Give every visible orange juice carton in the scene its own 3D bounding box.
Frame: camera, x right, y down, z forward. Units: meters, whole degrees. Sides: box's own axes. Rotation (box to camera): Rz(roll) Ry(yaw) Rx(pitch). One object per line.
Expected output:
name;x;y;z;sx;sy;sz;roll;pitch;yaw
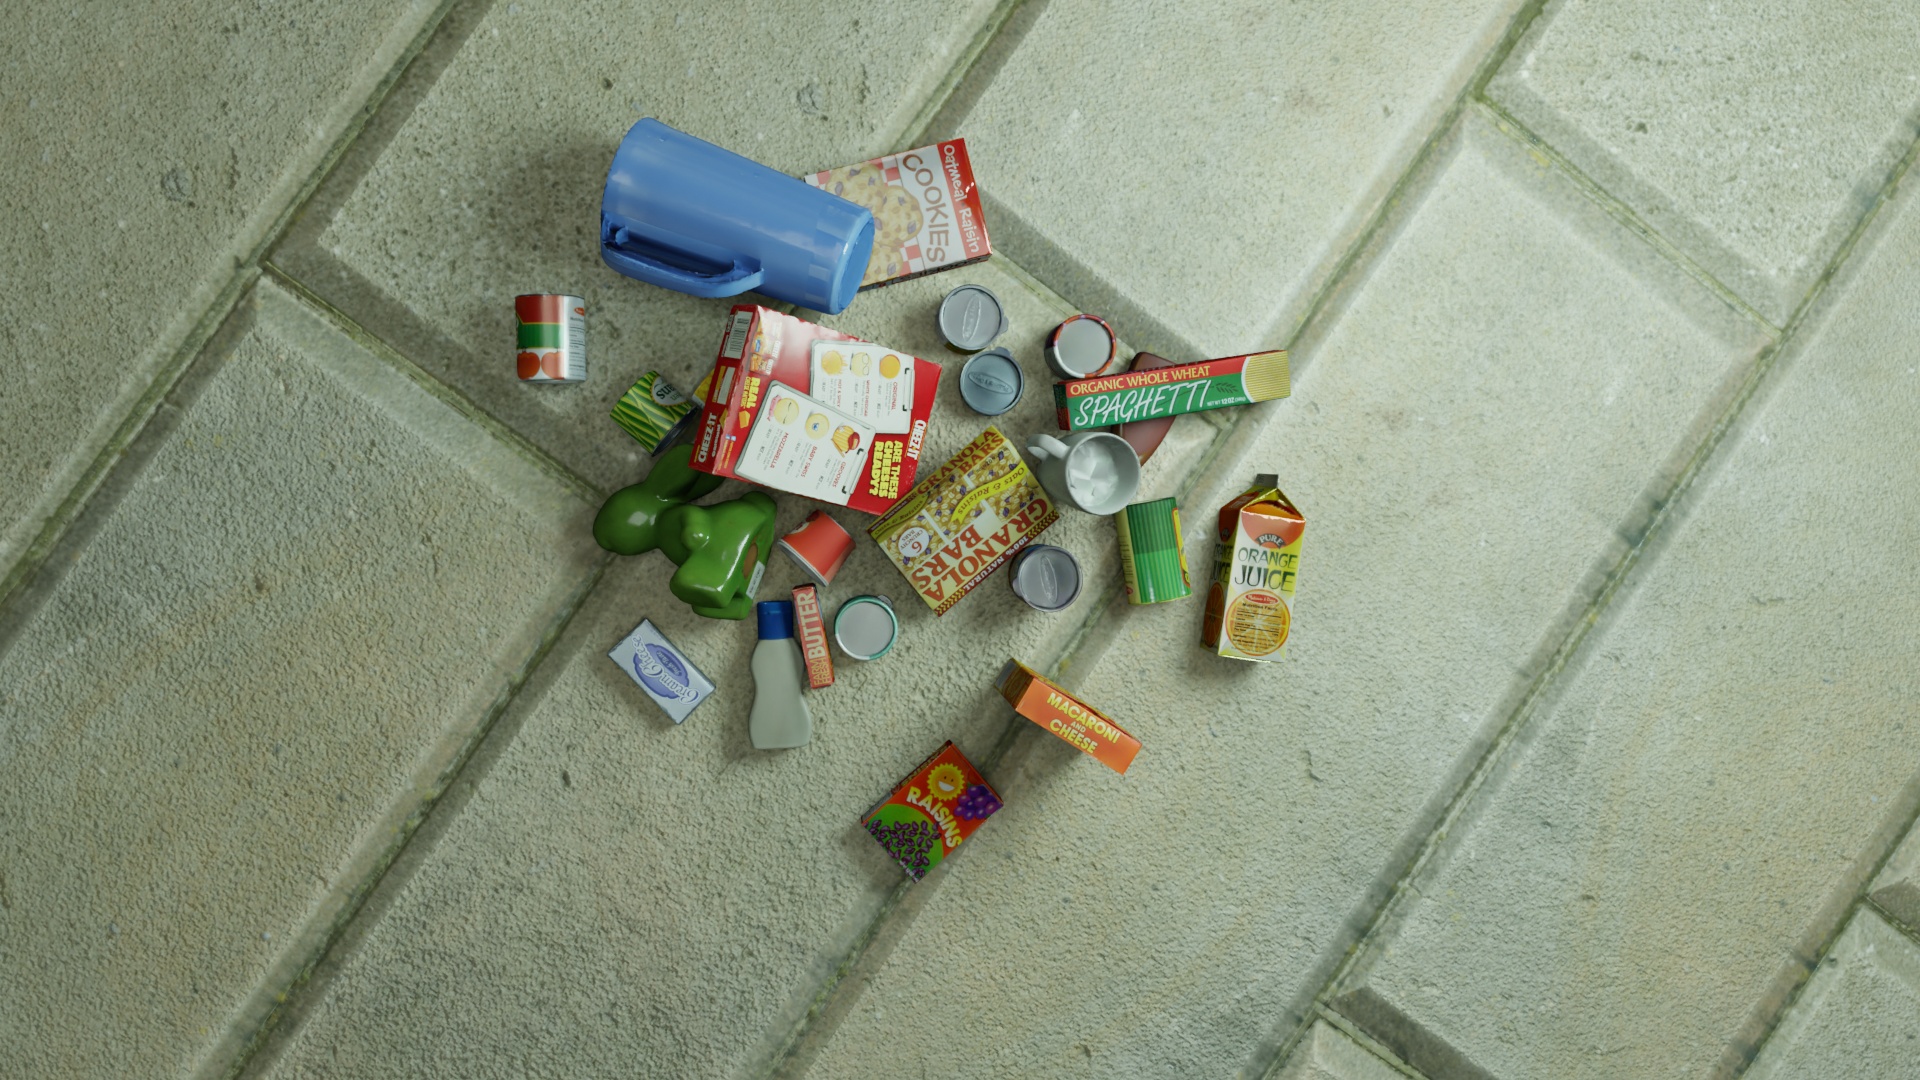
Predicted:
orange juice carton;0.305;0.025;1.438;0.073;0.072;0.192;8;91;-6

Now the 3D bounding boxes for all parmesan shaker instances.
parmesan shaker;0.198;0.010;1.428;0.071;0.071;0.103;-10;92;-5

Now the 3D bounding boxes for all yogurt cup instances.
yogurt cup;-0.143;0.005;1.401;0.072;0.072;0.054;43;80;-5

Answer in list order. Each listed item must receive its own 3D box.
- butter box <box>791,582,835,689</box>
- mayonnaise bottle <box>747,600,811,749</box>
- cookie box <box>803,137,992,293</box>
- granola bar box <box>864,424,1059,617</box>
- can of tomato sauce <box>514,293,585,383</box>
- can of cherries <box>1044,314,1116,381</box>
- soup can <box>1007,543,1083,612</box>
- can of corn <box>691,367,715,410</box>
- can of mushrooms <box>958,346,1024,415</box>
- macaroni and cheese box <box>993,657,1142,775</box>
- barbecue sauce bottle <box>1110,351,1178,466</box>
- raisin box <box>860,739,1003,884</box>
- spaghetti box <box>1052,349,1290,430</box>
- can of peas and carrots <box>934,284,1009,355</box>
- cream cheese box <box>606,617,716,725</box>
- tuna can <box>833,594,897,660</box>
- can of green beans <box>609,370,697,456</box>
butter box;-0.149;0.096;1.406;0.024;0.053;0.103;-11;92;-3
mayonnaise bottle;-0.185;0.136;1.410;0.065;0.041;0.148;-2;90;-6
cookie box;-0.063;-0.327;1.412;0.168;0.040;0.123;-15;92;-5
granola bar box;0.005;-0.017;1.395;0.165;0.039;0.124;-40;130;-3
can of tomato sauce;-0.406;-0.198;1.370;0.071;0.071;0.083;-1;92;-5
can of cherries;0.124;-0.199;1.423;0.071;0.058;0.071;0;92;-5
soup can;0.082;0.037;1.411;0.071;0.084;0.071;0;91;-5
can of corn;-0.224;-0.148;1.388;0.058;0.071;0.071;42;88;-5
can of mushrooms;0.032;-0.163;1.428;0.071;0.033;0.071;0;91;-5
macaroni and cheese box;0.103;0.170;1.374;0.124;0.166;0.040;32;88;-5
barbecue sauce bottle;0.184;-0.117;1.438;0.065;0.043;0.148;22;90;-10
raisin box;-0.029;0.277;1.428;0.123;0.040;0.086;-41;94;-4
spaghetti box;0.216;-0.152;1.404;0.251;0.029;0.050;-10;100;-15
can of peas and carrots;0.011;-0.223;1.412;0.071;0.059;0.071;0;92;-6
cream cheese box;-0.302;0.132;1.407;0.053;0.024;0.104;-44;95;-3
tuna can;-0.095;0.087;1.421;0.071;0.033;0.071;0;92;-5
can of green beans;-0.305;-0.127;1.381;0.058;0.071;0.071;43;87;-4
